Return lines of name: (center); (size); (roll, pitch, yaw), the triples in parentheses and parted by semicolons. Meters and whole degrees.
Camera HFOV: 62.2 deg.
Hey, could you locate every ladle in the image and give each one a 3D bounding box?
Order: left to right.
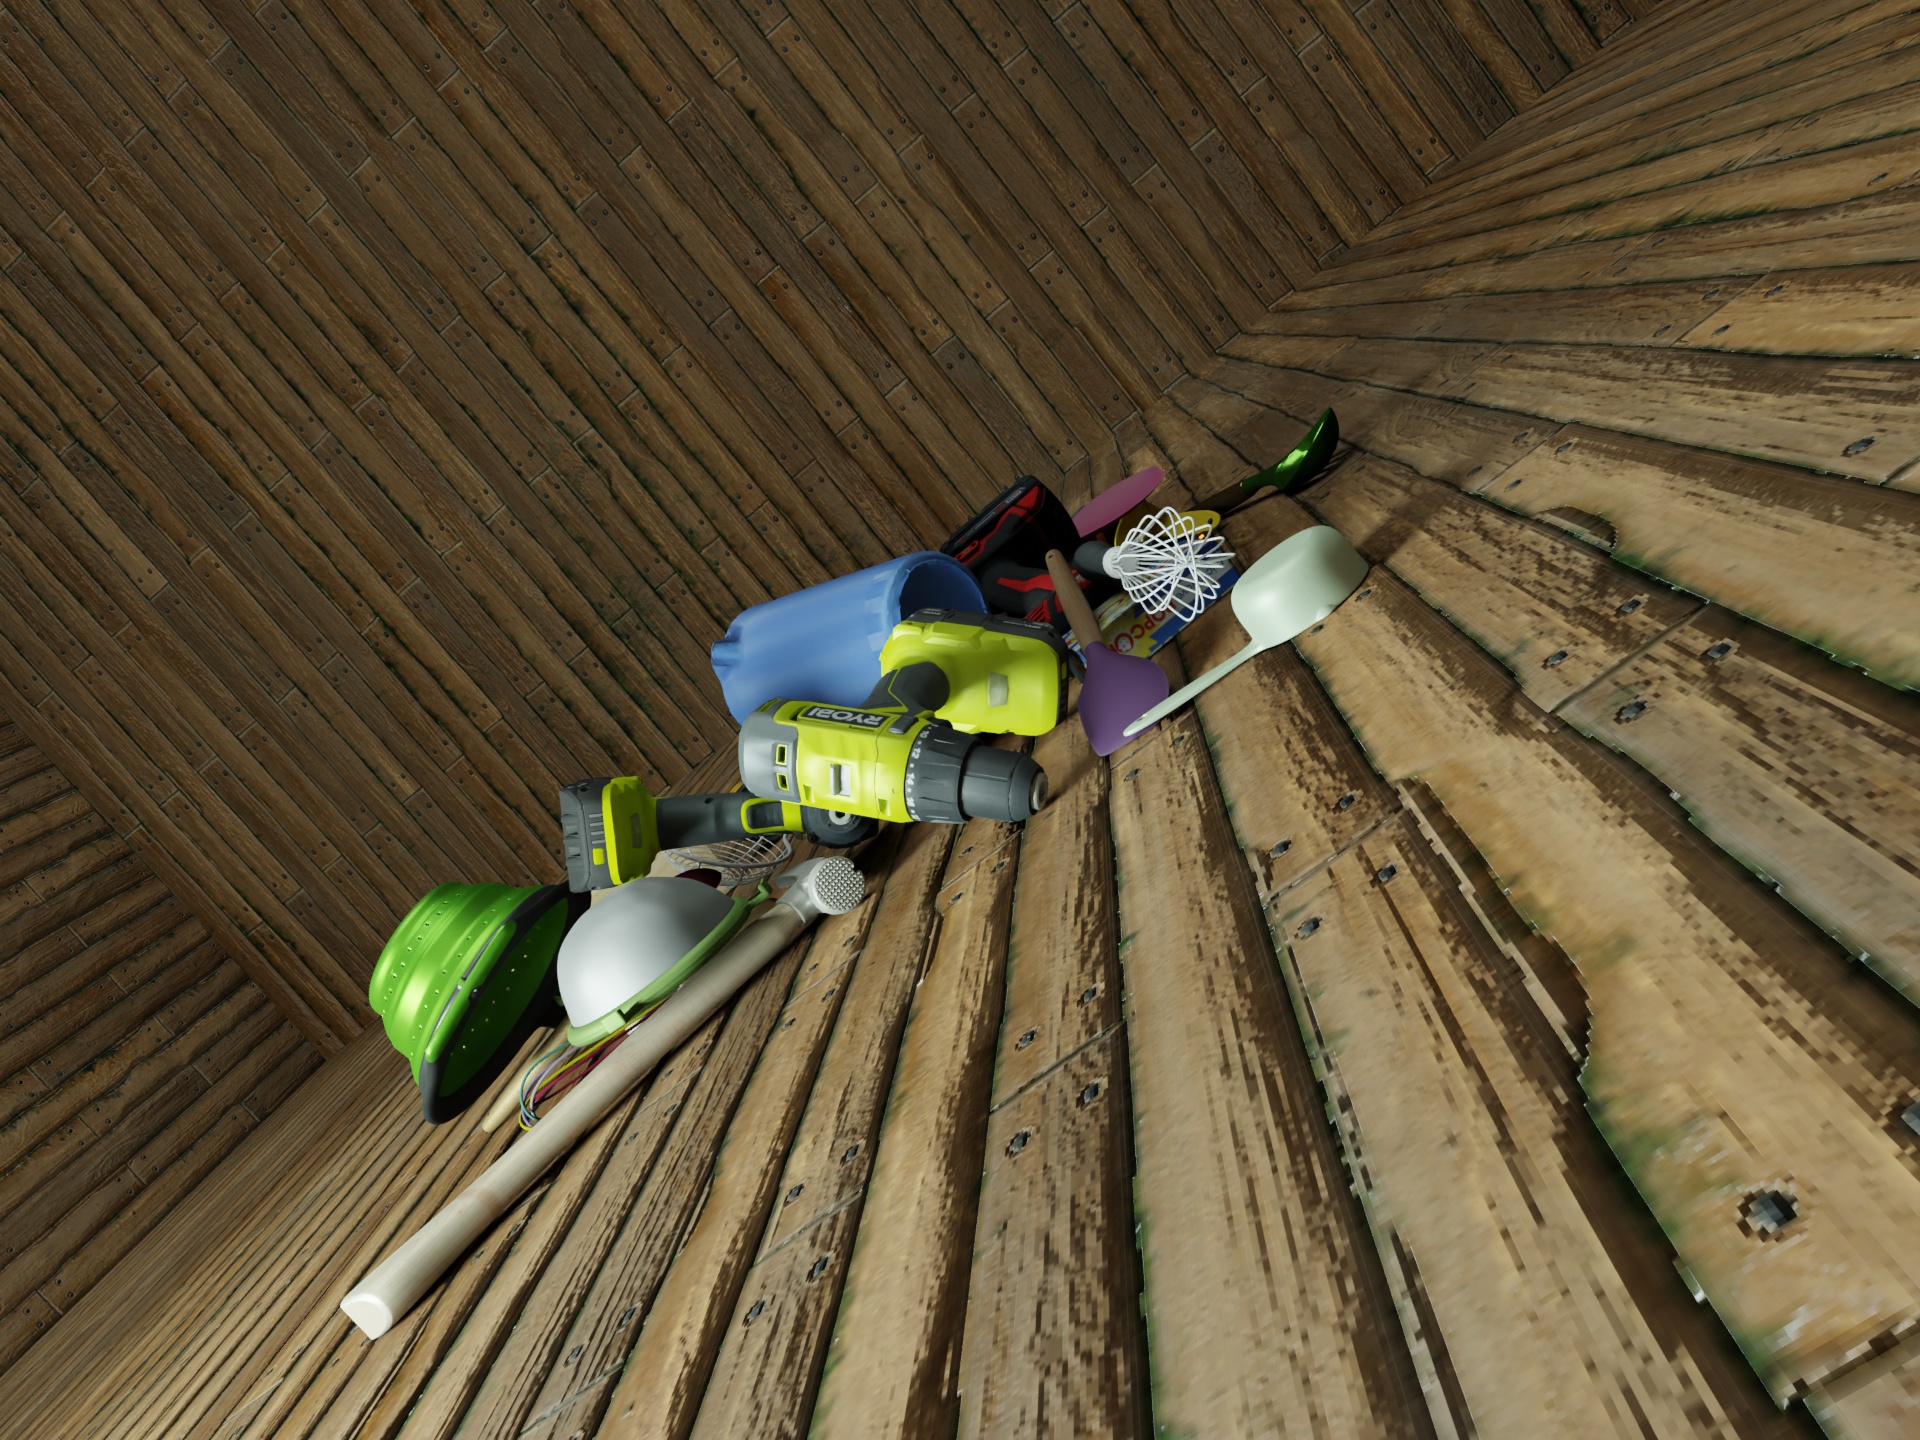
ladle: (-0.290, 0.222, 1.249); (0.315, 0.031, 0.069); (-49, 12, 20)

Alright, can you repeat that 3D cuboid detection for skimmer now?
skimmer: (-0.120, 0.032, 1.486); (0.363, 0.090, 0.127); (-39, 40, -20)

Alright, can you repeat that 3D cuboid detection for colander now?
colander: (-0.371, 0.206, 1.262); (0.204, 0.094, 0.397); (-61, -5, -12)

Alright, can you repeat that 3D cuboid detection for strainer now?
strainer: (-0.249, 0.160, 1.122); (0.151, 0.069, 0.256); (-42, 11, -36)

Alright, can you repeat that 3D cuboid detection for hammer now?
hammer: (-0.233, 0.238, 1.056); (0.411, 0.038, 0.146); (-43, 7, -22)

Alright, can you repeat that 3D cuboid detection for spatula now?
spatula: (0.088, -0.058, 1.064); (0.060, 0.018, 0.316); (-33, 24, 9)

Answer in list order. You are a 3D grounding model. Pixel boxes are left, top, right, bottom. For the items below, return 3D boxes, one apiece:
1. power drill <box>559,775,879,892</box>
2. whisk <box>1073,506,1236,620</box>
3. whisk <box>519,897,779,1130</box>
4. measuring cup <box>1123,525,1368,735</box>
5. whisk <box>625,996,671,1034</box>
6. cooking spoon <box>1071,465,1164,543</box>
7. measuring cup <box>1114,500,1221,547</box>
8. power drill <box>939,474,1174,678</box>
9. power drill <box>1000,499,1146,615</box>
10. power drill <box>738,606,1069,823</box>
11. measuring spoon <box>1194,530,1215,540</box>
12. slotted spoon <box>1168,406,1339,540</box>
power drill: (-0.170, 0.071, 1.160); (0.223, 0.080, 0.171); (-7, 1, -4)
whisk: (0.116, -0.105, 1.068); (0.070, 0.070, 0.285); (-40, 10, -3)
whisk: (-0.221, 0.207, 1.149); (0.245, 0.051, 0.047); (-40, 2, -30)
measuring cup: (0.153, -0.052, 0.906); (0.167, 0.038, 0.083); (-36, 8, 7)
whisk: (-0.234, 0.192, 1.282); (0.058, 0.059, 0.246); (-11, 16, 4)
cooking spoon: (0.054, -0.125, 1.434); (0.319, 0.017, 0.069); (-38, 25, 7)
measuring cup: (0.190, -0.168, 1.408); (0.156, 0.029, 0.062); (6, 79, 62)
power drill: (0.080, -0.120, 1.296); (0.143, 0.078, 0.220); (-40, 31, -2)
power drill: (0.104, -0.160, 1.575); (0.164, 0.084, 0.226); (-35, 5, 21)
power drill: (-0.010, 0.001, 1.035); (0.190, 0.080, 0.228); (8, 23, 20)
measuring spoon: (0.164, -0.121, 1.325); (0.117, 0.011, 0.021); (-39, 8, 1)
slotted spoon: (0.234, -0.193, 1.354); (0.070, 0.031, 0.314); (-61, 13, -18)
